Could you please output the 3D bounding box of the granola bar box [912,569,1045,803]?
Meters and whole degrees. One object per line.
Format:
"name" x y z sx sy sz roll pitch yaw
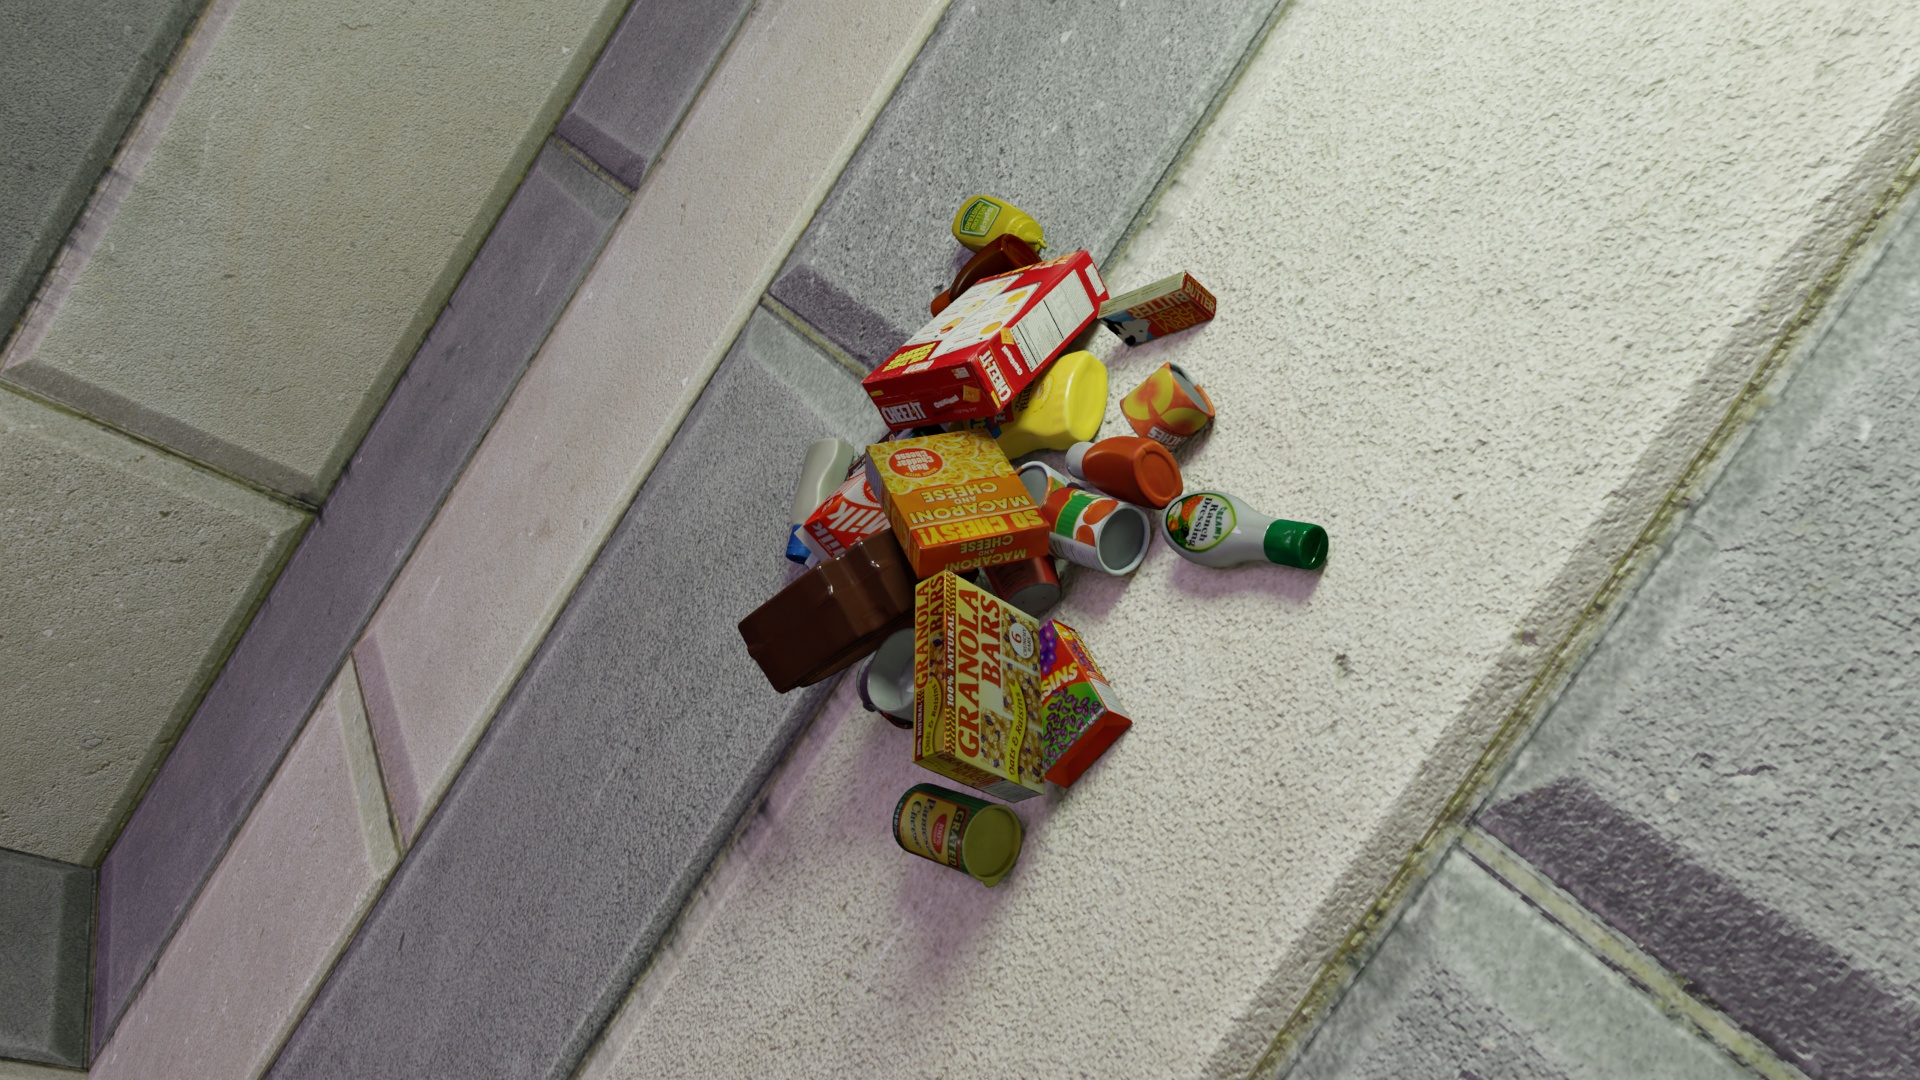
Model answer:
"granola bar box" 0.015 0.124 1.168 0.039 0.124 0.166 -27 49 35

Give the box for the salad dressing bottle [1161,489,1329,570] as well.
"salad dressing bottle" 0.232 -0.005 1.137 0.147 0.044 0.064 13 78 51

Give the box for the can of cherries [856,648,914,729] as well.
"can of cherries" -0.060 0.145 1.355 0.058 0.071 0.071 28 89 52

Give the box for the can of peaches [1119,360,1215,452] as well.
"can of peaches" 0.187 -0.117 1.244 0.058 0.071 0.071 -40 42 24

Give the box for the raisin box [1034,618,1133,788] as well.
"raisin box" 0.087 0.140 1.212 0.086 0.040 0.124 -49 40 16

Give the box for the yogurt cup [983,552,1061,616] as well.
"yogurt cup" 0.060 0.035 1.292 0.072 0.072 0.054 -39 50 25

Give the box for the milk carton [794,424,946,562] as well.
"milk carton" -0.084 -0.043 1.461 0.190 0.072 0.074 -40 12 13

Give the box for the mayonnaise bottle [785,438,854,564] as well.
"mayonnaise bottle" -0.169 -0.045 1.625 0.064 0.041 0.148 -8 62 48

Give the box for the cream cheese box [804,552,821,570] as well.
"cream cheese box" -0.121 -0.002 1.531 0.103 0.053 0.024 -57 31 4

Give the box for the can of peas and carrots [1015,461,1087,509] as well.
"can of peas and carrots" 0.079 -0.032 1.317 0.070 0.058 0.071 -28 47 36

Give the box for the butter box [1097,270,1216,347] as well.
"butter box" 0.186 -0.219 1.321 0.103 0.053 0.024 -14 54 43

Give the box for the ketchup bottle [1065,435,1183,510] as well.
"ketchup bottle" 0.142 -0.066 1.255 0.043 0.064 0.149 -37 19 -13

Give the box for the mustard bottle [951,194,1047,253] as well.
"mustard bottle" 0.051 -0.349 1.564 0.160 0.049 0.065 31 93 53

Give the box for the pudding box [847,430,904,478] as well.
"pudding box" -0.087 -0.082 1.564 0.083 0.030 0.050 -38 43 27

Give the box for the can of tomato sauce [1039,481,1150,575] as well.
"can of tomato sauce" 0.120 -0.010 1.250 0.083 0.071 0.071 19 82 52

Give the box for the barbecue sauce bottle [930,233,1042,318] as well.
"barbecue sauce bottle" 0.023 -0.284 1.546 0.148 0.065 0.044 -26 37 48

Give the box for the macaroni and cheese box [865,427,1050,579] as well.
"macaroni and cheese box" -0.005 -0.037 1.272 0.167 0.124 0.040 -120 25 -48

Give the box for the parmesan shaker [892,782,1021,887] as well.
"parmesan shaker" -0.005 0.257 1.219 0.103 0.071 0.071 4 70 50
